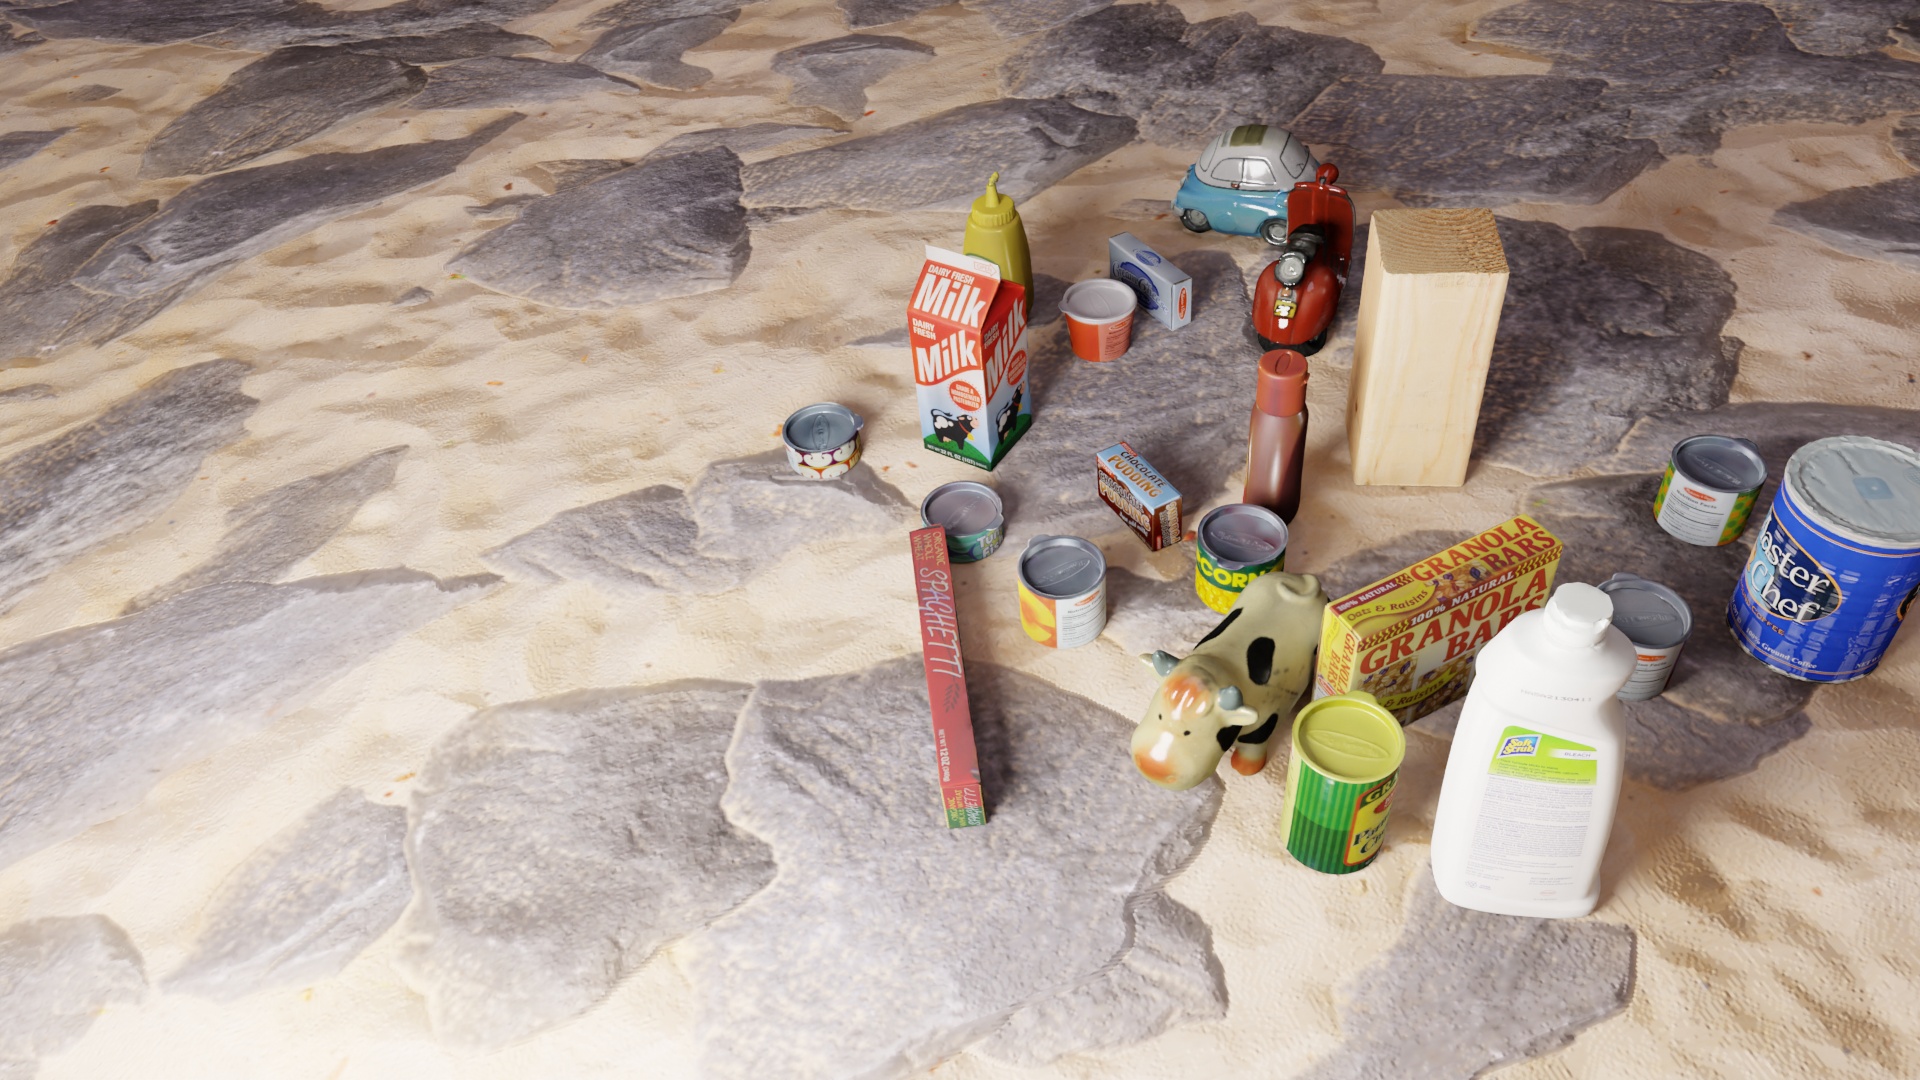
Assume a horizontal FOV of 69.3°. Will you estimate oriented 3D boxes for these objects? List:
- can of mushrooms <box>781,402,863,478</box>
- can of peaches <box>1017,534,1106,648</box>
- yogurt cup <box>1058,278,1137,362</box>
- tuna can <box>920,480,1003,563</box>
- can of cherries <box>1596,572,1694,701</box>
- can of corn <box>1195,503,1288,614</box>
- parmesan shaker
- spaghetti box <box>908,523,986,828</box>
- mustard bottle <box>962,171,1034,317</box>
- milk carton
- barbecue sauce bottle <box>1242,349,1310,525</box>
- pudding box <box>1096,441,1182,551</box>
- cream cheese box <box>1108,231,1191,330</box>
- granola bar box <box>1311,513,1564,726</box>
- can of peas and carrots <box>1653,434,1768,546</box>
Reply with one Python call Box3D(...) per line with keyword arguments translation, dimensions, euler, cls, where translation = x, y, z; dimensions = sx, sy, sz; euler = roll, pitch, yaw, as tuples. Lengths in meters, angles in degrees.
Box3D(translation=(-0.118, -0.087, 1.209), dimensions=(0.071, 0.033, 0.071), euler=(-3, 44, 3), cls="can of mushrooms")
Box3D(translation=(0.076, 0.037, 1.041), dimensions=(0.071, 0.057, 0.071), euler=(-3, 44, 3), cls="can of peaches")
Box3D(translation=(0.129, -0.202, 1.283), dimensions=(0.072, 0.053, 0.073), euler=(-3, 44, 3), cls="yogurt cup")
Box3D(translation=(0.004, -0.014, 1.120), dimensions=(0.071, 0.032, 0.071), euler=(-3, 44, 3), cls="tuna can")
Box3D(translation=(0.465, 0.067, 0.964), dimensions=(0.071, 0.058, 0.072), euler=(-3, 44, 3), cls="can of cherries")
Box3D(translation=(0.210, 0.017, 1.046), dimensions=(0.071, 0.058, 0.071), euler=(-3, 44, 3), cls="can of corn")
Box3D(translation=(0.239, 0.153, 0.871), dimensions=(0.071, 0.102, 0.072), euler=(-3, 44, 3), cls="parmesan shaker")
Box3D(translation=(-0.011, 0.090, 1.002), dimensions=(0.029, 0.050, 0.251), euler=(-8, 44, -1), cls="spaghetti box")
Box3D(translation=(0.032, -0.269, 1.288), dimensions=(0.065, 0.159, 0.049), euler=(24, 52, 28), cls="mustard bottle")
Box3D(translation=(0.008, -0.157, 1.154), dimensions=(0.072, 0.189, 0.074), euler=(21, 50, 26), cls="milk carton")
Box3D(translation=(0.245, -0.079, 1.075), dimensions=(0.044, 0.147, 0.065), euler=(15, 48, 21), cls="barbecue sauce bottle")
Box3D(translation=(0.144, -0.036, 1.114), dimensions=(0.030, 0.049, 0.084), euler=(-24, 47, -17), cls="pudding box")
Box3D(translation=(0.180, -0.248, 1.325), dimensions=(0.024, 0.053, 0.104), euler=(-26, 47, -18), cls="cream cheese box")
Box3D(translation=(0.318, 0.064, 0.938), dimensions=(0.166, 0.123, 0.039), euler=(-22, 46, -16), cls="granola bar box")
Box3D(translation=(0.573, -0.039, 1.060), dimensions=(0.071, 0.058, 0.071), euler=(-3, 44, 3), cls="can of peas and carrots")
